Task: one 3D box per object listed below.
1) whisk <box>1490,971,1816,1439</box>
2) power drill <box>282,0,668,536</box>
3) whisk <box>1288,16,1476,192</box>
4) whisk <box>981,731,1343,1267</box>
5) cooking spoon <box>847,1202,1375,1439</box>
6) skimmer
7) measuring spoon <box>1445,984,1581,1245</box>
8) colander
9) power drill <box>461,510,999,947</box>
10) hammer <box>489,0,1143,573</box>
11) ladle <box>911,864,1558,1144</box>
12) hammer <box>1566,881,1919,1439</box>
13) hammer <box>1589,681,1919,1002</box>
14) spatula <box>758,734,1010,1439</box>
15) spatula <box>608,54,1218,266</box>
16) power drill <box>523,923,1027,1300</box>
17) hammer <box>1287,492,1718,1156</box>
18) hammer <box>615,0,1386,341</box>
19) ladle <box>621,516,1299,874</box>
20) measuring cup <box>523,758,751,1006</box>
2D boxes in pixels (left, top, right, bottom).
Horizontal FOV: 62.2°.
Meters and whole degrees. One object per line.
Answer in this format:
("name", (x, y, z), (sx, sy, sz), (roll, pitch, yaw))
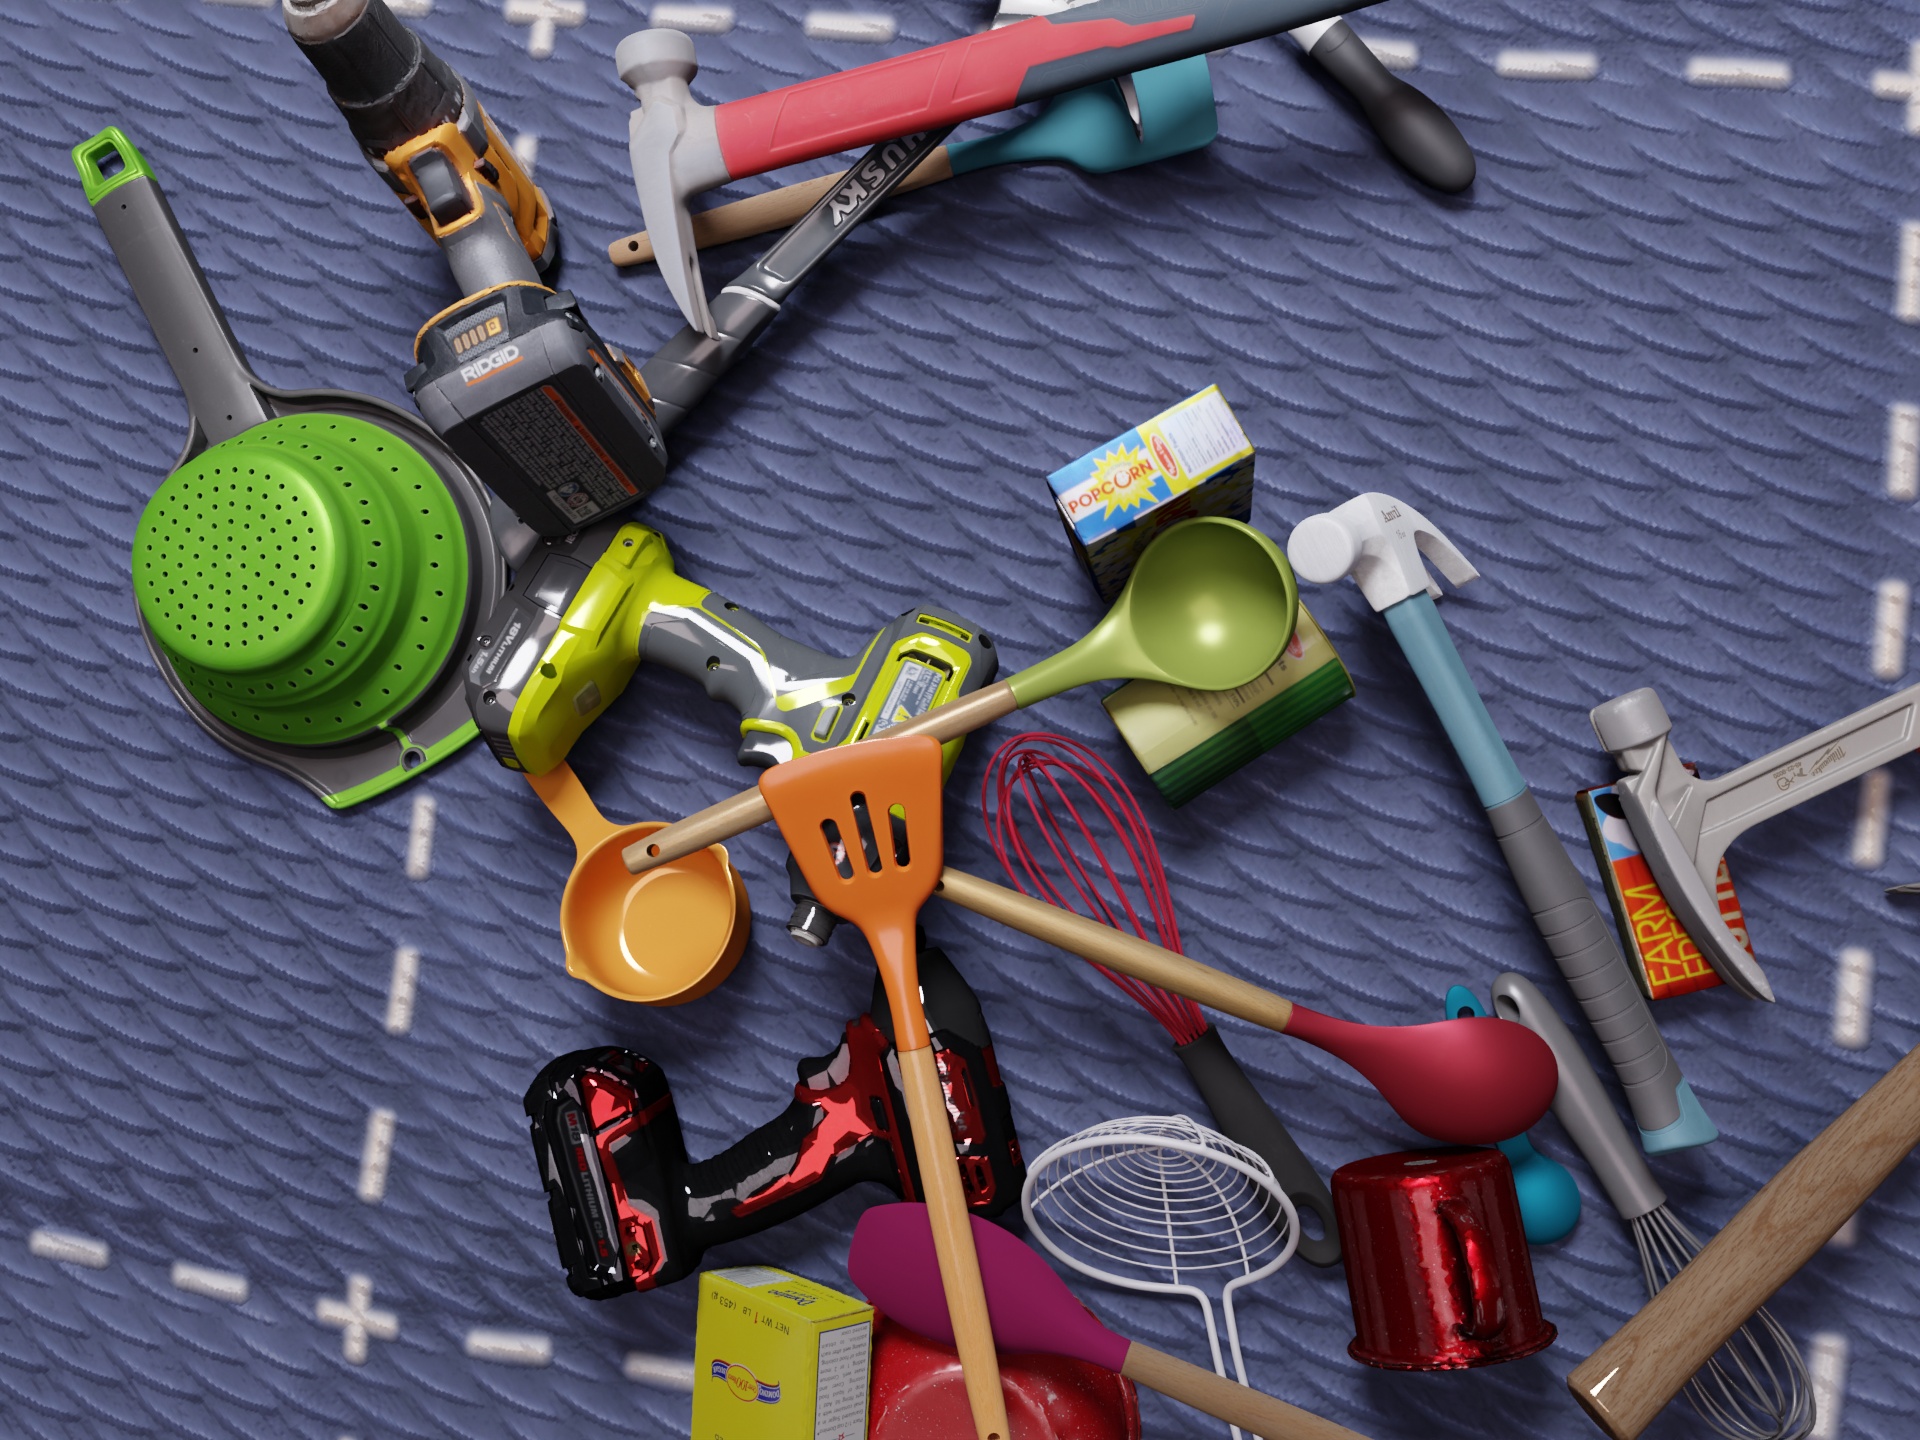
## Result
("whisk", (0.314, 0.224, 0.738), (0.055, 0.055, 0.239), (-30, 79, 4))
("power drill", (-0.226, -0.218, 0.728), (0.084, 0.185, 0.226), (-26, 65, 2))
("whisk", (0.152, -0.366, 0.787), (0.070, 0.070, 0.284), (-42, 87, 3))
("whisk", (0.102, 0.135, 0.762), (0.073, 0.073, 0.296), (-32, 90, 4))
("cooking spoon", (0.097, 0.289, 0.697), (0.319, 0.017, 0.068), (18, 104, 13))
("skimmer", (0.125, 0.354, 0.727), (0.127, 0.090, 0.363), (-17, 86, 25))
("measuring spoon", (0.259, 0.188, 0.755), (0.042, 0.021, 0.128), (-20, 86, 5))
("colander", (-0.383, -0.147, 0.816), (0.204, 0.094, 0.397), (-29, 84, 4))
("power drill", (-0.114, -0.002, 0.765), (0.223, 0.080, 0.171), (22, 67, 8))
("hammer", (-0.086, -0.220, 0.793), (0.409, 0.036, 0.149), (-43, 84, 10))
("ladle", (0.124, 0.124, 0.722), (0.315, 0.031, 0.069), (21, 110, 0))
("hammer", (0.394, 0.190, 0.705), (0.331, 0.031, 0.130), (-39, 80, -9))
("hammer", (0.478, -0.013, 0.719), (0.359, 0.036, 0.149), (-25, 84, 1))
("spatula", (-0.016, 0.169, 0.694), (0.081, 0.041, 0.322), (-12, 88, -1))
("spatula", (-0.032, -0.283, 0.807), (0.317, 0.044, 0.082), (-14, 89, 7))
("power drill", (-0.088, 0.189, 0.773), (0.219, 0.078, 0.143), (-15, 86, 3))
("hammer", (0.252, 0.048, 0.720), (0.033, 0.128, 0.331), (-28, 88, 36))
("hammer", (0.035, -0.287, 0.729), (0.386, 0.038, 0.143), (-11, 93, 11))
("ladle", (-0.001, -0.002, 0.700), (0.320, 0.062, 0.078), (-24, 85, -4))
("measuring cup", (-0.174, 0.068, 0.803), (0.095, 0.052, 0.174), (-39, 71, -5))
